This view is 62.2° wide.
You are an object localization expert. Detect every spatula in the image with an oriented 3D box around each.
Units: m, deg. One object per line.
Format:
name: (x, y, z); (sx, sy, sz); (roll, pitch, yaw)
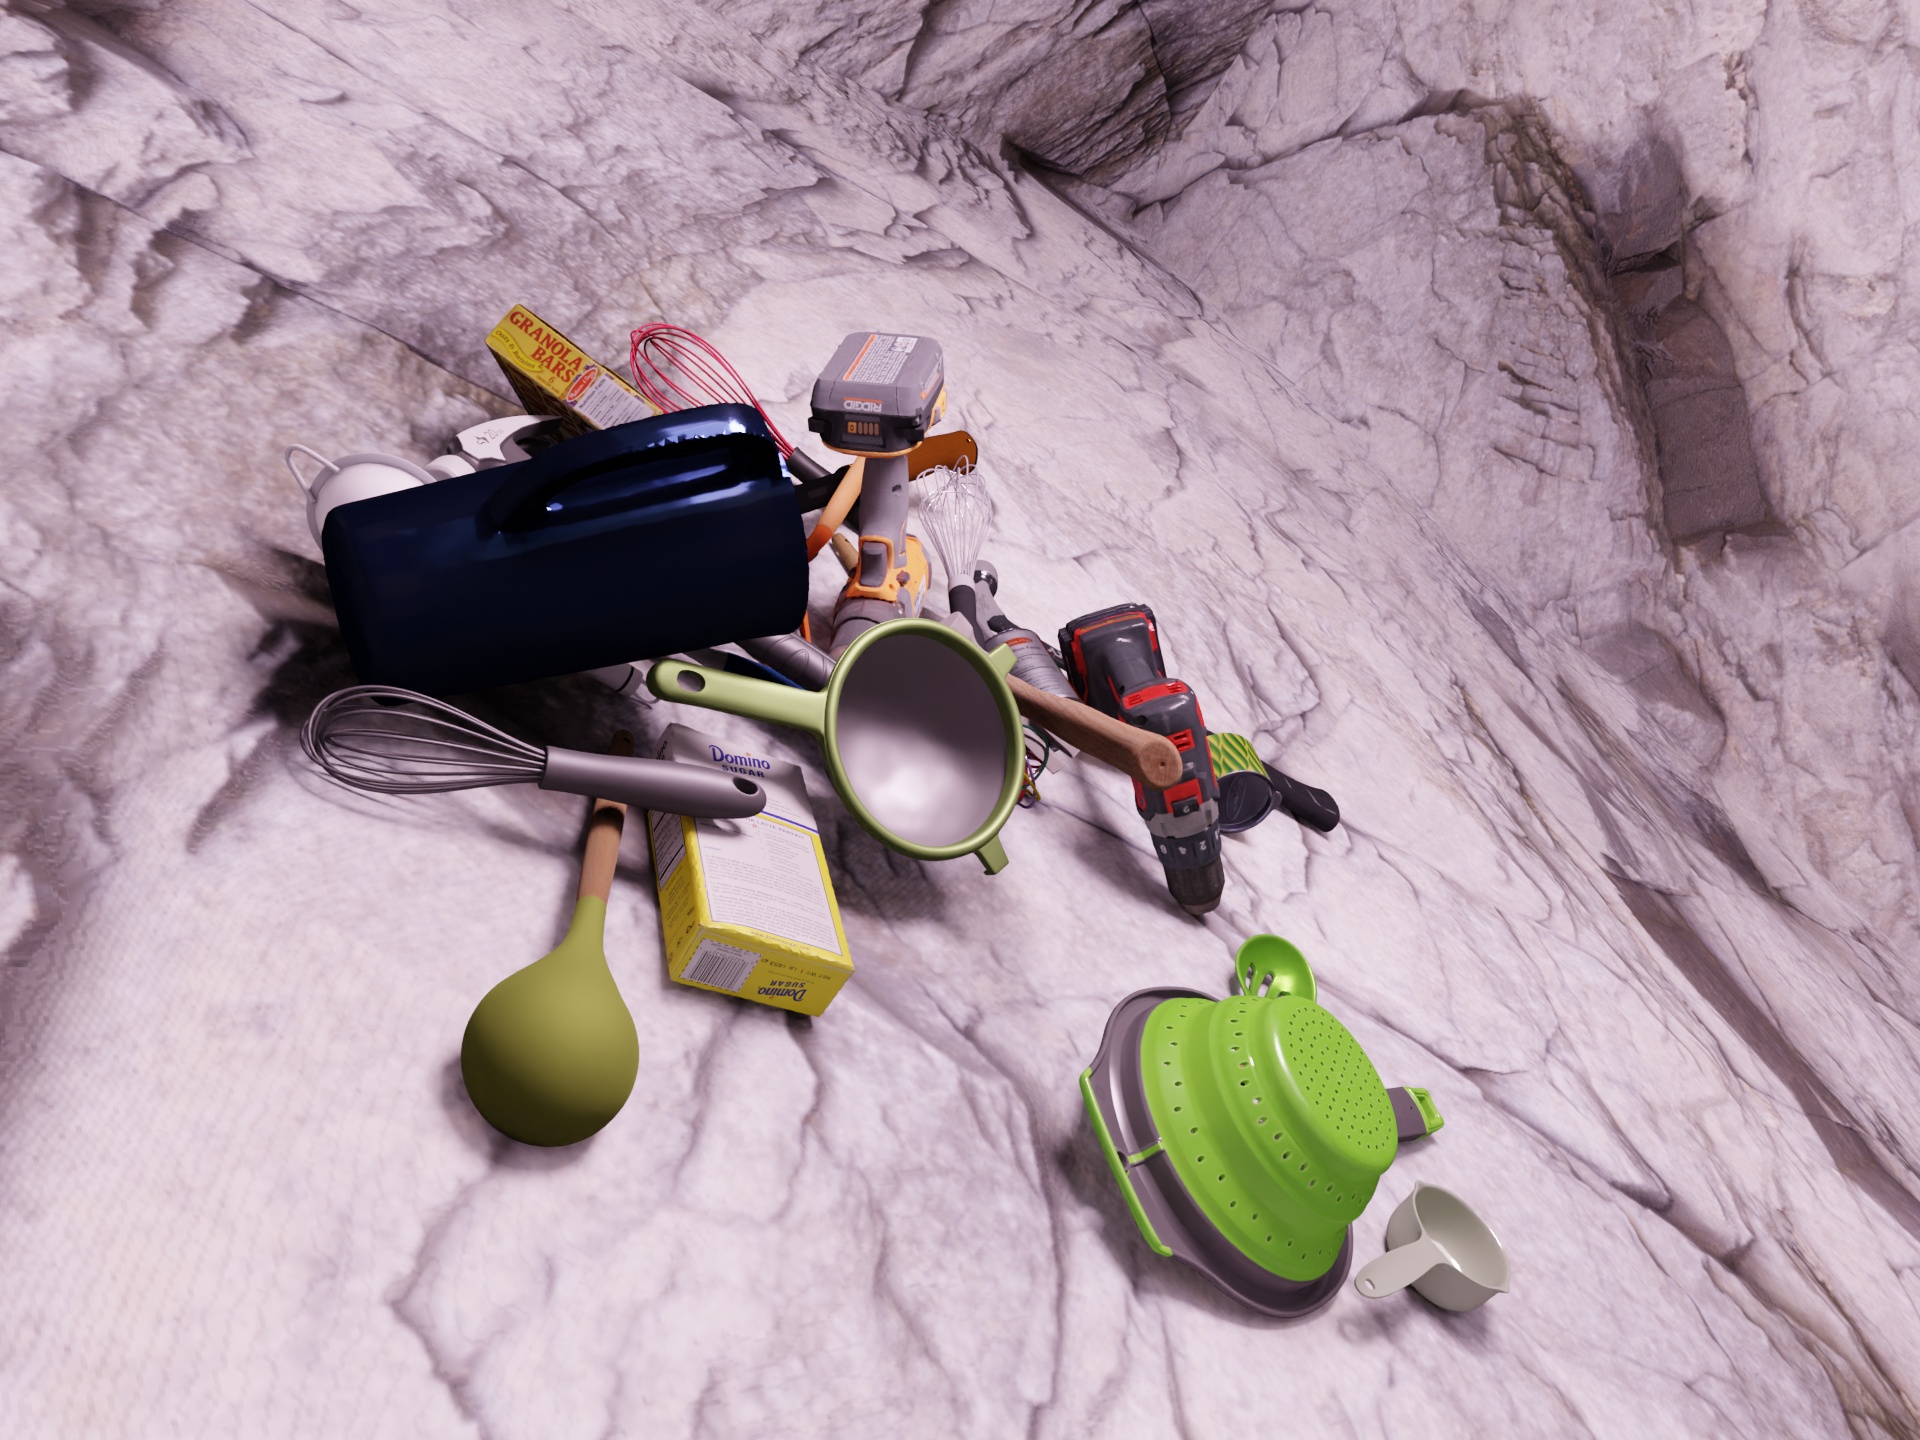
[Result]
spatula: (-0.092, -0.158, 1.250); (0.041, 0.081, 0.323); (5, 37, 13)

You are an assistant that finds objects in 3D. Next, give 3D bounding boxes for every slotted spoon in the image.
slotted spoon: (0.187, 0.227, 1.047); (0.070, 0.031, 0.314); (40, 27, 3)

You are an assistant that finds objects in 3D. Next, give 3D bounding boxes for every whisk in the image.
whisk: (-0.215, 0.023, 0.826); (0.238, 0.055, 0.055); (11, 34, -22)
whisk: (-0.002, -0.005, 1.121); (0.047, 0.051, 0.245); (22, 11, -32)
whisk: (-0.164, -0.240, 1.377); (0.295, 0.073, 0.073); (37, 24, -14)
whisk: (-0.002, -0.127, 1.310); (0.070, 0.070, 0.285); (25, 36, -23)

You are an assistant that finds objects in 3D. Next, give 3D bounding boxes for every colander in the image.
colander: (0.235, 0.236, 0.978); (0.396, 0.094, 0.205); (11, 47, -49)

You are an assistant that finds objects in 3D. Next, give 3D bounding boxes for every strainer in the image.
strainer: (-0.080, 0.006, 0.962); (0.256, 0.069, 0.152); (14, 70, -32)
strainer: (-0.281, -0.075, 0.935); (0.258, 0.087, 0.050); (34, 28, -30)

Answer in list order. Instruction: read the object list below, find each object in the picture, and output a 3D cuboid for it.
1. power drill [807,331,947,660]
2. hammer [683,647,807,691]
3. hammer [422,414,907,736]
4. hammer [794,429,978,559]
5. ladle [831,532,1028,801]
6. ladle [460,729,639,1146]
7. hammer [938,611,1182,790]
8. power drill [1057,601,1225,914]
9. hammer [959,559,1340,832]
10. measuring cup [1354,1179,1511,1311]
power drill: (-0.063, -0.144, 1.146); (0.084, 0.226, 0.185); (6, 33, 7)
hammer: (-0.167, -0.046, 1.059); (0.405, 0.035, 0.144); (28, 27, -17)
hammer: (-0.177, -0.089, 1.037); (0.334, 0.035, 0.146); (33, 27, -7)
hammer: (-0.083, -0.219, 1.378); (0.127, 0.034, 0.337); (57, 35, 2)
ladle: (-0.031, -0.053, 1.255); (0.069, 0.031, 0.316); (11, 33, -44)
ladle: (-0.190, 0.090, 0.807); (0.078, 0.062, 0.320); (26, 20, -18)
hammer: (0.068, 0.000, 1.050); (0.130, 0.031, 0.331); (49, -6, -18)
power drill: (0.148, 0.025, 1.226); (0.227, 0.080, 0.187); (-108, -179, -63)
hammer: (0.172, -0.005, 1.415); (0.408, 0.036, 0.149); (29, 27, -15)
measuring cup: (0.272, 0.332, 0.963); (0.167, 0.038, 0.083); (1, 42, -48)
